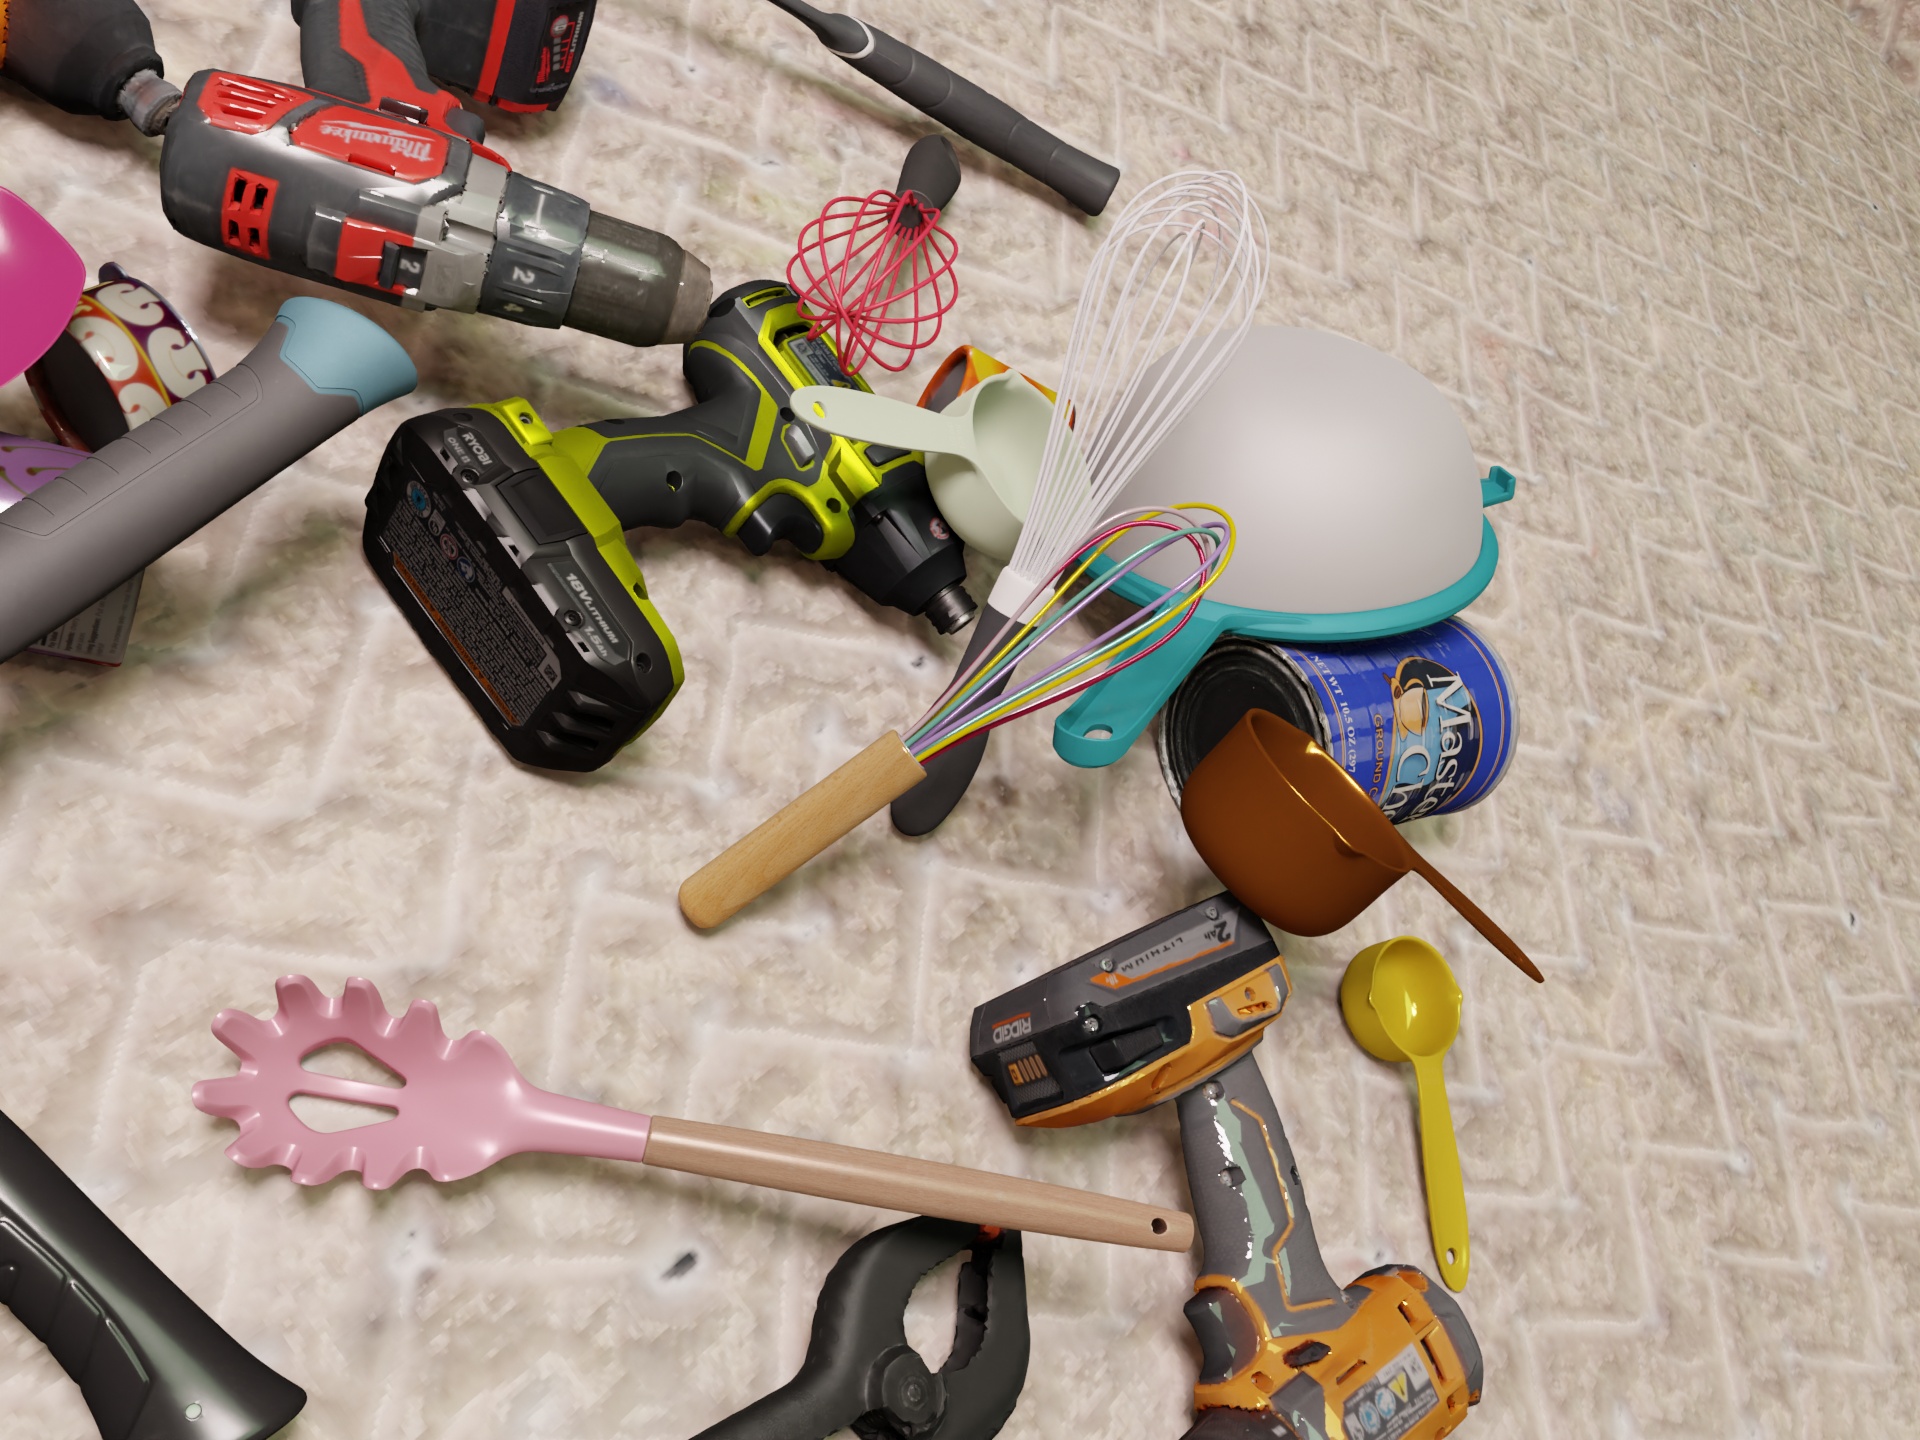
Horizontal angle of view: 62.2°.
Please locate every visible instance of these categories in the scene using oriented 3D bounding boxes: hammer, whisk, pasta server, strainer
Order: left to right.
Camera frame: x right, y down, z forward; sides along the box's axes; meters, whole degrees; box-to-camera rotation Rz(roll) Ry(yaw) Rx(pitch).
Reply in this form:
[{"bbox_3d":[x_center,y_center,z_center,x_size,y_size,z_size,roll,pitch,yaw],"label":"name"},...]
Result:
[{"bbox_3d":[-0.301,0.074,0.421,0.334,0.035,0.146,47,59,-5],"label":"hammer"},{"bbox_3d":[-0.281,-0.019,0.423,0.128,0.033,0.331,46,57,-8],"label":"hammer"},{"bbox_3d":[-0.072,0.137,0.504,0.316,0.040,0.060,13,70,-11],"label":"pasta server"},{"bbox_3d":[-0.076,-0.350,0.795,0.408,0.036,0.149,17,15,-35],"label":"hammer"},{"bbox_3d":[-0.026,-0.229,0.734,0.073,0.073,0.296,34,29,-13],"label":"whisk"},{"bbox_3d":[-0.002,-0.003,0.584,0.245,0.051,0.047,-36,72,2],"label":"whisk"},{"bbox_3d":[0.038,-0.076,0.615,0.070,0.284,0.070,24,15,-7],"label":"whisk"},{"bbox_3d":[0.121,-0.098,0.695,0.211,0.095,0.340,17,36,22],"label":"strainer"}]

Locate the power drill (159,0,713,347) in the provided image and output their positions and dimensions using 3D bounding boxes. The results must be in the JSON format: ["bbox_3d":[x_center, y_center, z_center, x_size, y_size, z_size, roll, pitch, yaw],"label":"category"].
[{"bbox_3d":[-0.188,-0.237,0.622,0.187,0.080,0.227,13,47,-20],"label":"power drill"}]

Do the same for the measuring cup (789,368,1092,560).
[{"bbox_3d":[-0.013,-0.107,0.644,0.167,0.038,0.083,4,69,-46],"label":"measuring cup"}]

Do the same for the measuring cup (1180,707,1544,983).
[{"bbox_3d":[0.161,0.069,0.641,0.173,0.052,0.095,39,20,-15],"label":"measuring cup"}]

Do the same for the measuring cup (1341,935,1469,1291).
[{"bbox_3d":[0.206,0.178,0.726,0.062,0.029,0.157,4,74,-32],"label":"measuring cup"}]

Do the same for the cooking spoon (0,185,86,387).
[{"bbox_3d":[-0.364,-0.044,0.400,0.068,0.017,0.319,45,59,-8],"label":"cooking spoon"}]

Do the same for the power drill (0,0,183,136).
[{"bbox_3d":[-0.383,-0.225,0.520,0.164,0.084,0.227,40,45,-8],"label":"power drill"}]

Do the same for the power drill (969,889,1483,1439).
[{"bbox_3d":[0.086,0.196,0.595,0.185,0.084,0.226,-19,80,-38],"label":"power drill"}]

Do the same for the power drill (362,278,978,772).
[{"bbox_3d":[-0.099,-0.077,0.629,0.171,0.080,0.223,53,45,4],"label":"power drill"}]
